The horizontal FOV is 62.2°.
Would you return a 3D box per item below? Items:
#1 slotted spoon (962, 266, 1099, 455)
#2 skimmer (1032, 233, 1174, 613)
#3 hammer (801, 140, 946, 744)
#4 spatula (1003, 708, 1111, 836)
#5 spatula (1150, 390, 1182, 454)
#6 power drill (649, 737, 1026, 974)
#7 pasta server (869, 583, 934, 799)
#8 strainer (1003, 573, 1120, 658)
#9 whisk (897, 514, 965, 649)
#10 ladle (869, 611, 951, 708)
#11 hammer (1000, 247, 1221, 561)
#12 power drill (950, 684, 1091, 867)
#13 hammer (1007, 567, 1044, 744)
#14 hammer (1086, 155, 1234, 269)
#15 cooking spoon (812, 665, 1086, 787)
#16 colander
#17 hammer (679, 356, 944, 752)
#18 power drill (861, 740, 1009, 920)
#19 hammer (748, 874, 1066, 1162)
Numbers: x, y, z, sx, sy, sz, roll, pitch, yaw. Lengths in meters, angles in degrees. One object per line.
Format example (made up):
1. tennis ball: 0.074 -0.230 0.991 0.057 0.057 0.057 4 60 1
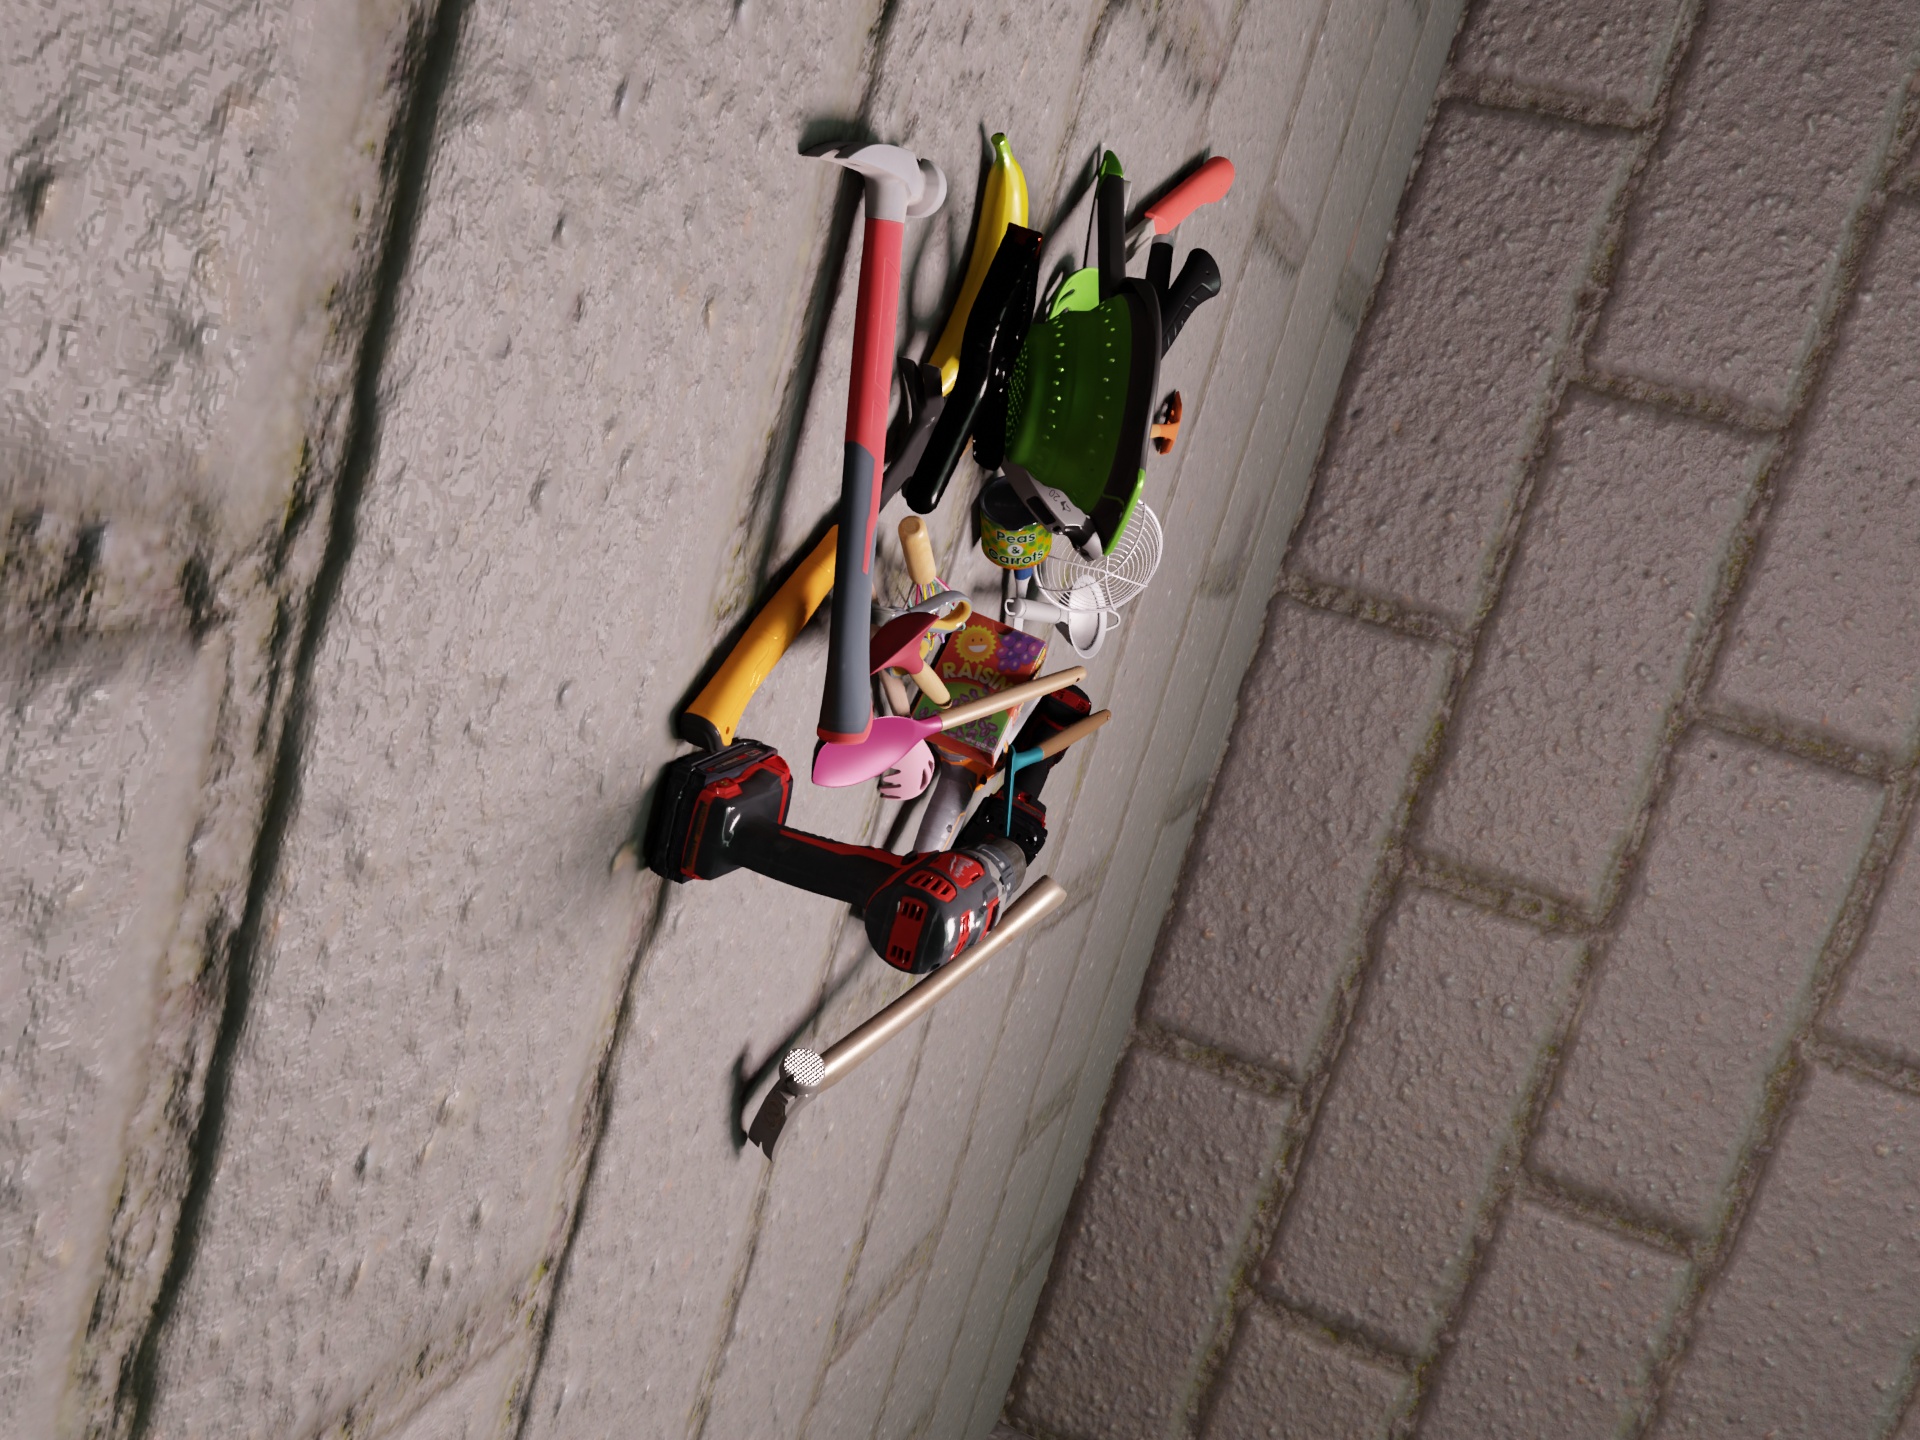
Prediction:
1. slotted spoon: 0.045 -0.295 1.360 0.314 0.031 0.070 -55 157 -36
2. skimmer: 0.151 -0.283 1.518 0.090 0.127 0.363 166 -64 -66
3. hammer: -0.069 -0.170 1.030 0.143 0.038 0.386 -26 124 -65
4. spatula: 0.098 0.031 1.604 0.317 0.044 0.082 -27 124 -60
5. spatula: 0.207 -0.334 1.827 0.322 0.041 0.081 -23 131 -62
6. power drill: -0.072 0.088 1.073 0.188 0.227 0.080 -24 132 -67
7. pasta server: -0.061 -0.024 1.335 0.060 0.040 0.315 -61 157 -28
8. strainer: 0.093 -0.106 1.571 0.258 0.050 0.087 0 90 -65
9. whisk: -0.027 -0.106 1.259 0.047 0.051 0.245 -58 170 -10
10. ladle: -0.031 -0.039 1.254 0.069 0.031 0.315 -38 169 0
11. hammer: 0.147 -0.311 1.439 0.035 0.146 0.335 -13 -141 58
12. power drill: 0.067 0.070 1.727 0.220 0.078 0.143 -63 -177 -40
13. hammer: 0.063 -0.140 1.568 0.144 0.035 0.405 -53 156 -44
14. hammer: 0.205 -0.515 1.595 0.359 0.037 0.149 -50 154 -47
15. cooking spoon: -0.002 -0.004 1.368 0.319 0.017 0.068 -19 138 -40
16. colander: 0.091 -0.328 1.315 0.204 0.094 0.397 111 -17 -60
17. hammer: -0.096 -0.111 1.110 0.127 0.034 0.337 89 27 -51
18. power drill: -0.012 0.102 1.534 0.164 0.084 0.226 49 59 -73
19. hammer: -0.036 0.261 1.490 0.410 0.038 0.146 -32 157 -43
